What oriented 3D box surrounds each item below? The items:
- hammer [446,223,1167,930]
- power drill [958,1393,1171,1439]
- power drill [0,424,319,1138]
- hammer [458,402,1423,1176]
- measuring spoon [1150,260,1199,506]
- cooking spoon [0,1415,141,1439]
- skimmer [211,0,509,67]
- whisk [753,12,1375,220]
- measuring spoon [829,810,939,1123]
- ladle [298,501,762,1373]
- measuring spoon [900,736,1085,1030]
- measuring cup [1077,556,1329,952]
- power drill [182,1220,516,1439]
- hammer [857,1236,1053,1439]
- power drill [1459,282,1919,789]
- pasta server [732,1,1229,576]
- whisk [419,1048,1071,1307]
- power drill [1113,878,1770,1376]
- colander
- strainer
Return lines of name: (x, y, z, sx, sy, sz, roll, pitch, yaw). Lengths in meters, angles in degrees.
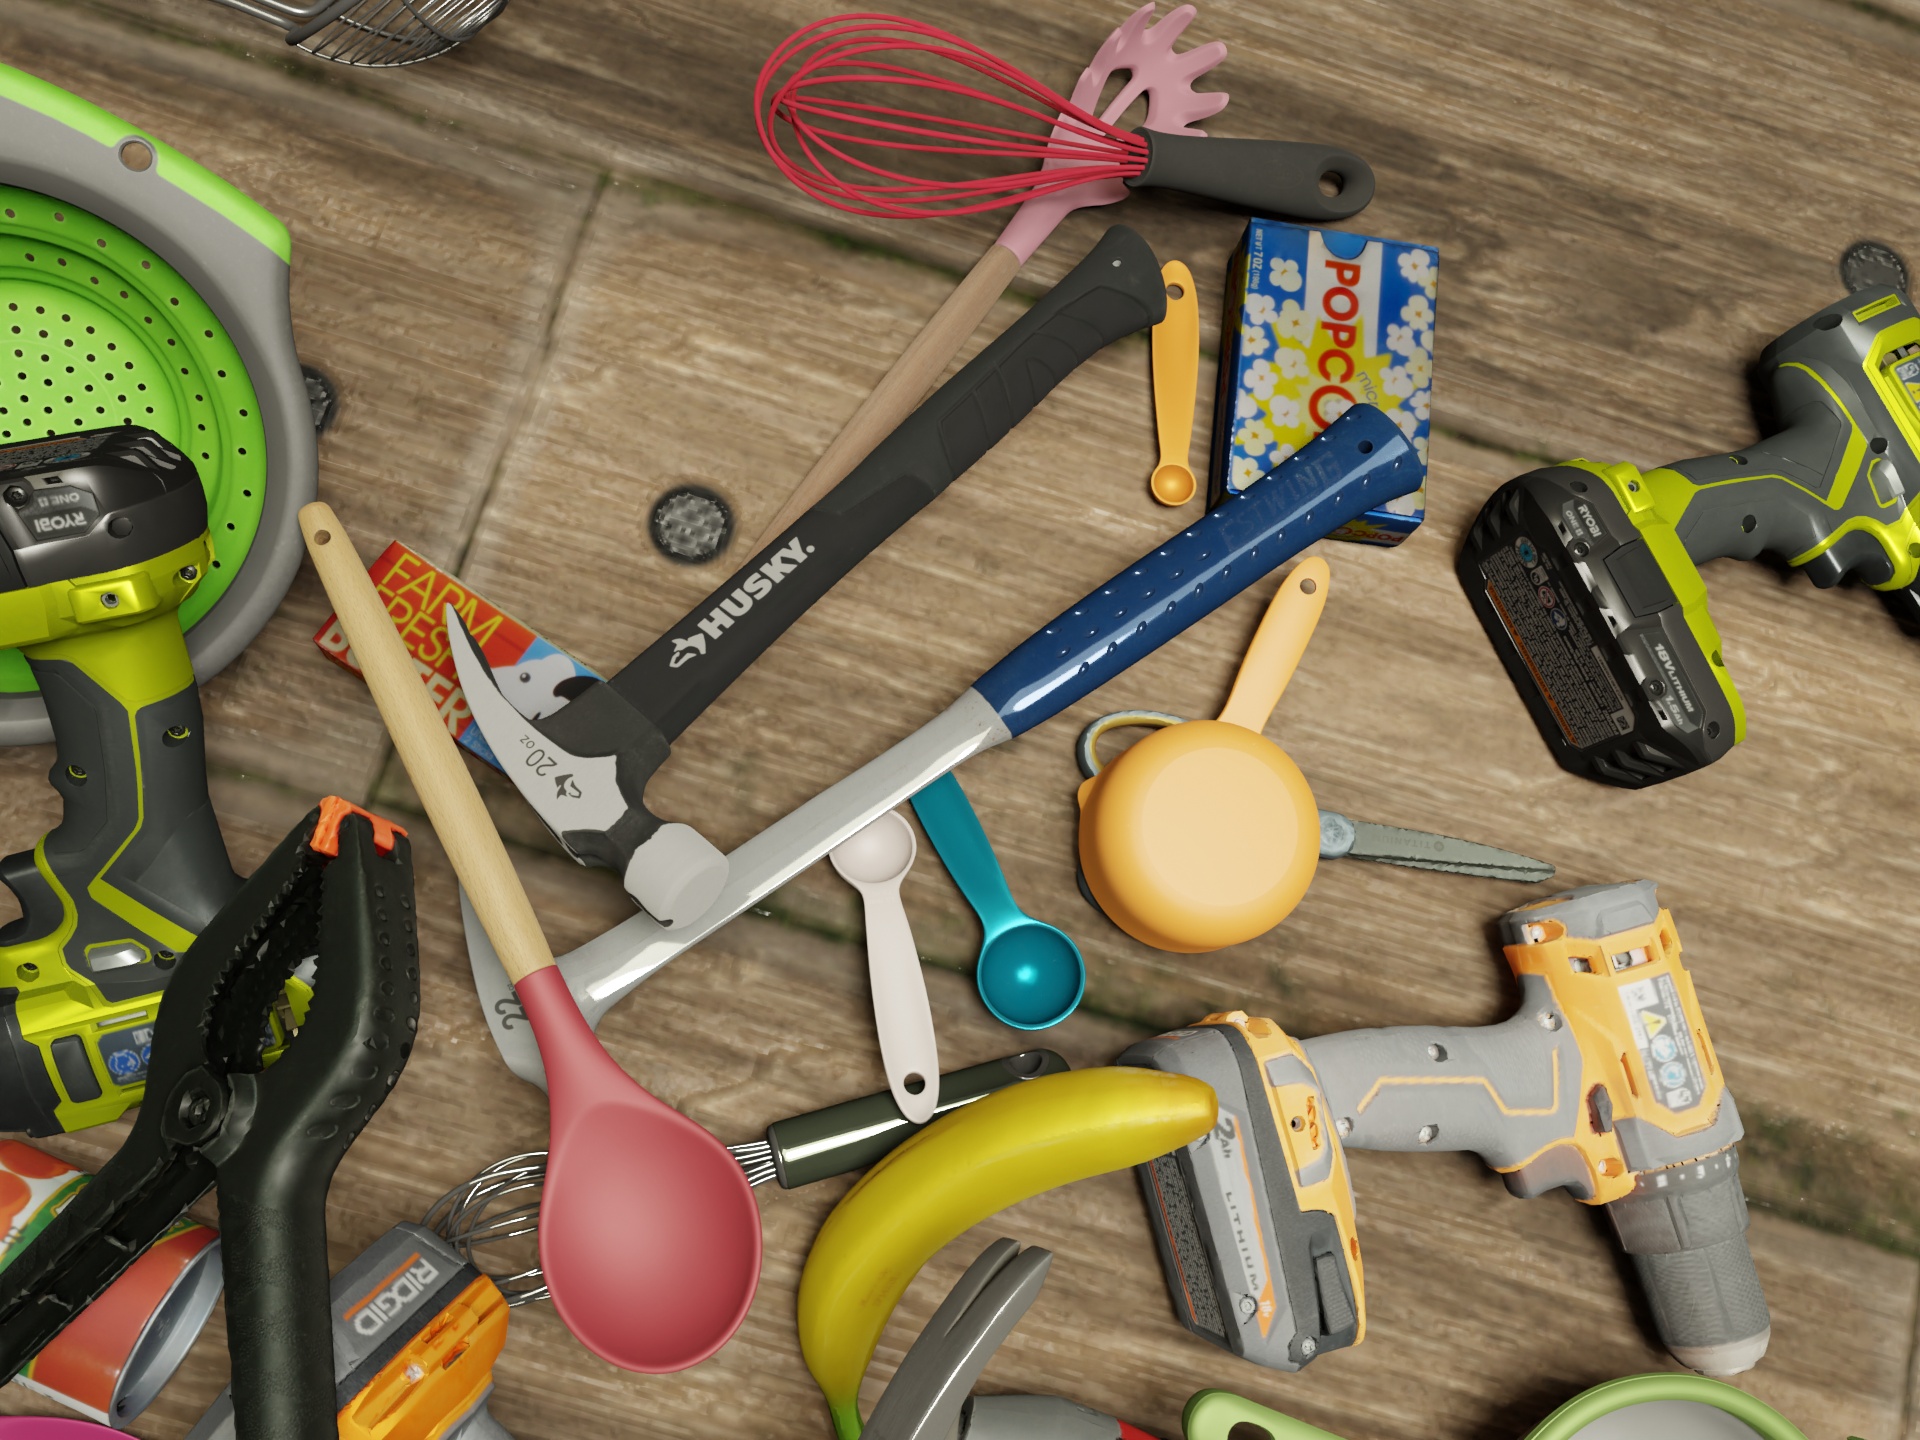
hammer: (-0.040, -0.083, 0.604, 0.146, 0.035, 0.335, 37, 70, 22)
power drill: (0.017, 0.346, 0.536, 0.143, 0.078, 0.220, 26, 73, -2)
power drill: (-0.301, 0.029, 0.519, 0.171, 0.080, 0.223, -13, 113, -13)
hammer: (-0.001, -0.002, 0.597, 0.405, 0.035, 0.144, -34, 65, -9)
measuring spoon: (0.091, -0.145, 0.686, 0.021, 0.011, 0.117, 5, 74, -6)
cooking spoon: (-0.386, 0.219, 0.543, 0.319, 0.017, 0.069, 33, 75, 0)
skimmer: (-0.347, -0.330, 0.631, 0.363, 0.090, 0.127, 10, 45, -2)
whisk: (0.055, -0.229, 0.638, 0.295, 0.073, 0.073, -4, 77, -30)
measuring spoon: (-0.027, 0.092, 0.604, 0.034, 0.018, 0.124, -7, 67, -12)
ladle: (-0.153, 0.062, 0.525, 0.069, 0.031, 0.315, -26, 79, -11)
measuring spoon: (0.007, 0.064, 0.629, 0.042, 0.021, 0.129, -25, 73, -11)
measuring cup: (0.111, 0.006, 0.612, 0.095, 0.052, 0.174, 27, 80, 0)
power drill: (-0.148, 0.292, 0.509, 0.226, 0.084, 0.164, 43, 112, 4)
hammer: (0.103, 0.319, 0.507, 0.358, 0.037, 0.149, 40, 66, -19)
power drill: (0.347, -0.061, 0.664, 0.228, 0.080, 0.191, -23, 81, -14)
pasta server: (0.007, -0.176, 0.667, 0.060, 0.040, 0.316, 42, 76, -24)
whisk: (-0.074, 0.163, 0.583, 0.246, 0.058, 0.059, -13, 114, -12)
power drill: (0.189, 0.173, 0.594, 0.226, 0.084, 0.185, -13, 81, -14)
colander: (-0.377, -0.030, 0.566, 0.204, 0.095, 0.397, 28, 94, -26)
strainer: (0.192, 0.288, 0.569, 0.256, 0.069, 0.151, 22, 78, -3)
